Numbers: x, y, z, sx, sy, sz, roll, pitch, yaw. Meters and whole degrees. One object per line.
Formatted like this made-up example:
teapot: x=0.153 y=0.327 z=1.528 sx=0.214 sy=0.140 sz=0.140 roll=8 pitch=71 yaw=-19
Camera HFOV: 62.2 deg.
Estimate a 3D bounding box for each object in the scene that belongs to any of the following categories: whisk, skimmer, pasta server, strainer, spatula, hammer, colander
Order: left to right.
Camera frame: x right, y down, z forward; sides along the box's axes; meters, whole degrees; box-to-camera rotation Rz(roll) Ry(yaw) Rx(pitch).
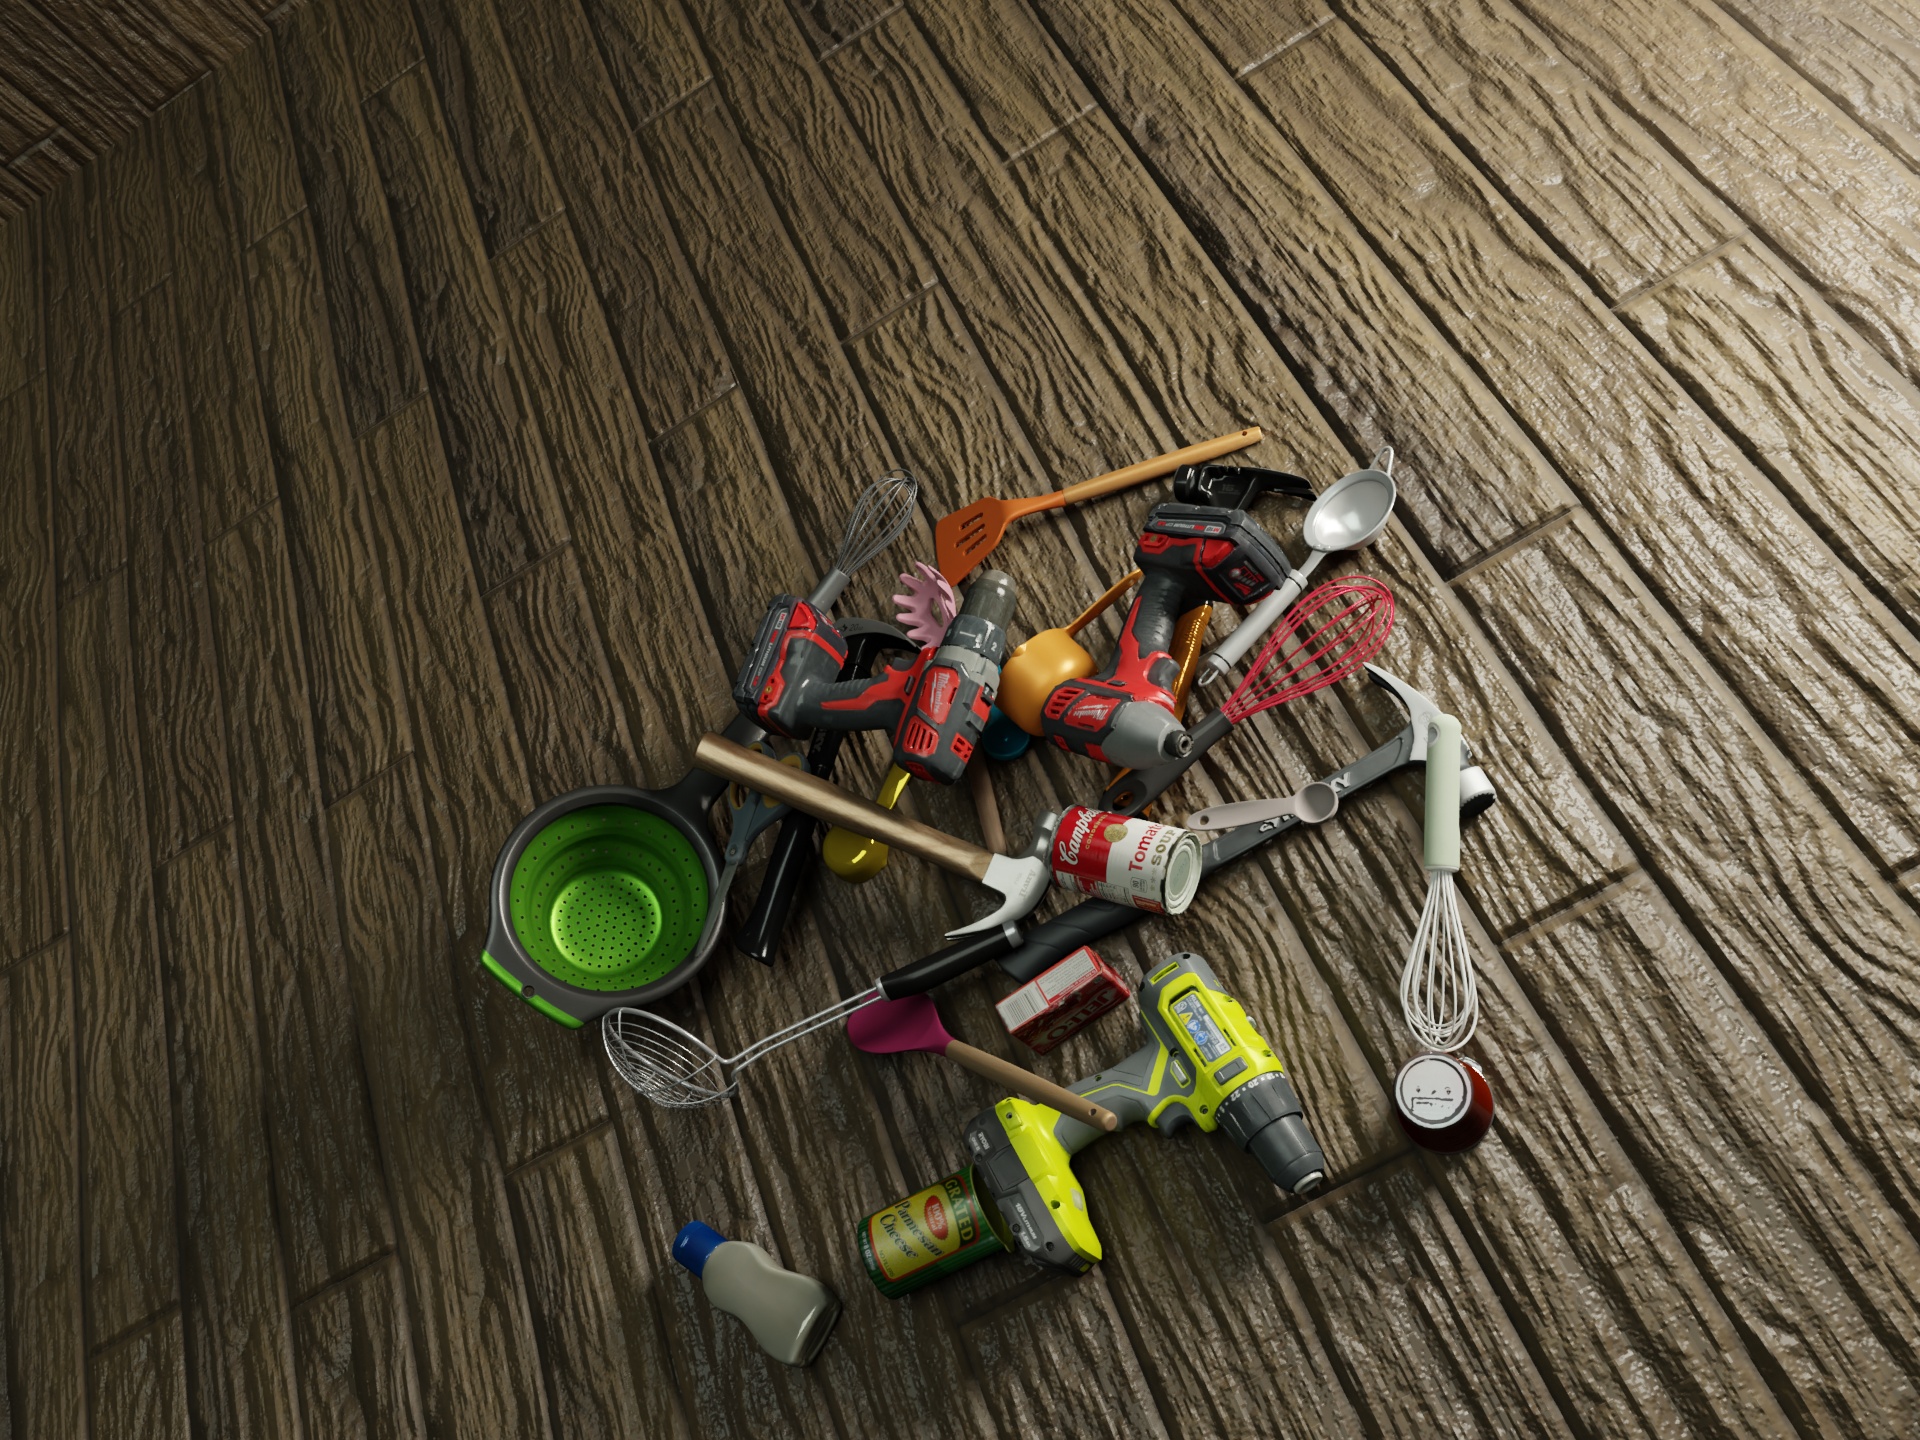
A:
colander: x=-0.270 y=0.110 z=1.458 sx=0.204 sy=0.094 sz=0.397 roll=36 pitch=62 yaw=2
skimmer: x=-0.123 y=0.226 z=1.312 sx=0.363 sy=0.127 sz=0.090 roll=-25 pitch=39 yaw=5
hammer: x=-0.128 y=0.058 z=1.418 sx=0.146 sy=0.035 sz=0.335 roll=-3 pitch=61 yaw=40
whisk: x=-0.119 y=-0.143 z=1.537 sx=0.055 sy=0.055 sz=0.239 roll=35 pitch=88 yaw=35
hammer: x=-0.080 y=0.085 z=1.349 sx=0.331 sy=0.031 sz=0.130 roll=21 pitch=77 yaw=15
pasta server: x=-0.002 y=-0.005 z=1.414 sx=0.060 sy=0.040 sz=0.317 roll=-37 pitch=53 yaw=35
spatula: x=0.122 y=-0.209 z=1.468 sx=0.322 sy=0.041 sz=0.081 roll=-17 pitch=58 yaw=13
hammer: x=0.198 y=-0.068 z=1.351 sx=0.127 sy=0.034 sz=0.337 roll=10 pitch=70 yaw=31
hammer: x=0.204 y=0.099 z=1.263 sx=0.409 sy=0.036 sz=0.149 roll=-30 pitch=55 yaw=10
whisk: x=0.228 y=-0.014 z=1.279 sx=0.296 sy=0.073 sz=0.073 roll=-39 pitch=55 yaw=0
strainer: x=0.283 y=-0.120 z=1.317 sx=0.258 sy=0.050 sz=0.087 roll=-47 pitch=31 yaw=-9
whisk: x=0.350 y=0.116 z=1.154 sx=0.059 sy=0.058 sz=0.246 roll=8 pitch=78 yaw=-13

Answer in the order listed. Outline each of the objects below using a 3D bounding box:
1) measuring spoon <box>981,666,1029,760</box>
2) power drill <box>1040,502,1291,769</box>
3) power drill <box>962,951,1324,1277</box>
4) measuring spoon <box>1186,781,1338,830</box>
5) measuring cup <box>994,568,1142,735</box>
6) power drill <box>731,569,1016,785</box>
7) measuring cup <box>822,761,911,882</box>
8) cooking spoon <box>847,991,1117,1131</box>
measuring spoon: x=0.034 y=-0.012 z=1.417 sx=0.042 sy=0.021 sz=0.129 roll=-13 pitch=50 yaw=1
power drill: x=0.166 y=-0.061 z=1.275 sx=0.143 sy=0.078 sz=0.220 roll=16 pitch=72 yaw=51
power drill: x=0.135 y=0.305 z=1.168 sx=0.228 sy=0.080 sz=0.191 roll=-35 pitch=54 yaw=3
measuring spoon: x=0.235 y=0.073 z=1.235 sx=0.124 sy=0.018 sz=0.034 roll=-11 pitch=57 yaw=30
measuring cup: x=0.107 y=-0.057 z=1.359 sx=0.173 sy=0.095 sz=0.052 roll=-43 pitch=64 yaw=-2
power drill: x=-0.065 y=-0.052 z=1.362 sx=0.227 sy=0.080 sz=0.188 roll=11 pitch=72 yaw=31
measuring cup: x=-0.073 y=0.069 z=1.414 sx=0.062 sy=0.029 sz=0.156 roll=21 pitch=78 yaw=32
cooking spoon: x=0.009 y=0.260 z=1.221 sx=0.069 sy=0.017 sz=0.319 roll=-47 pitch=30 yaw=-22
